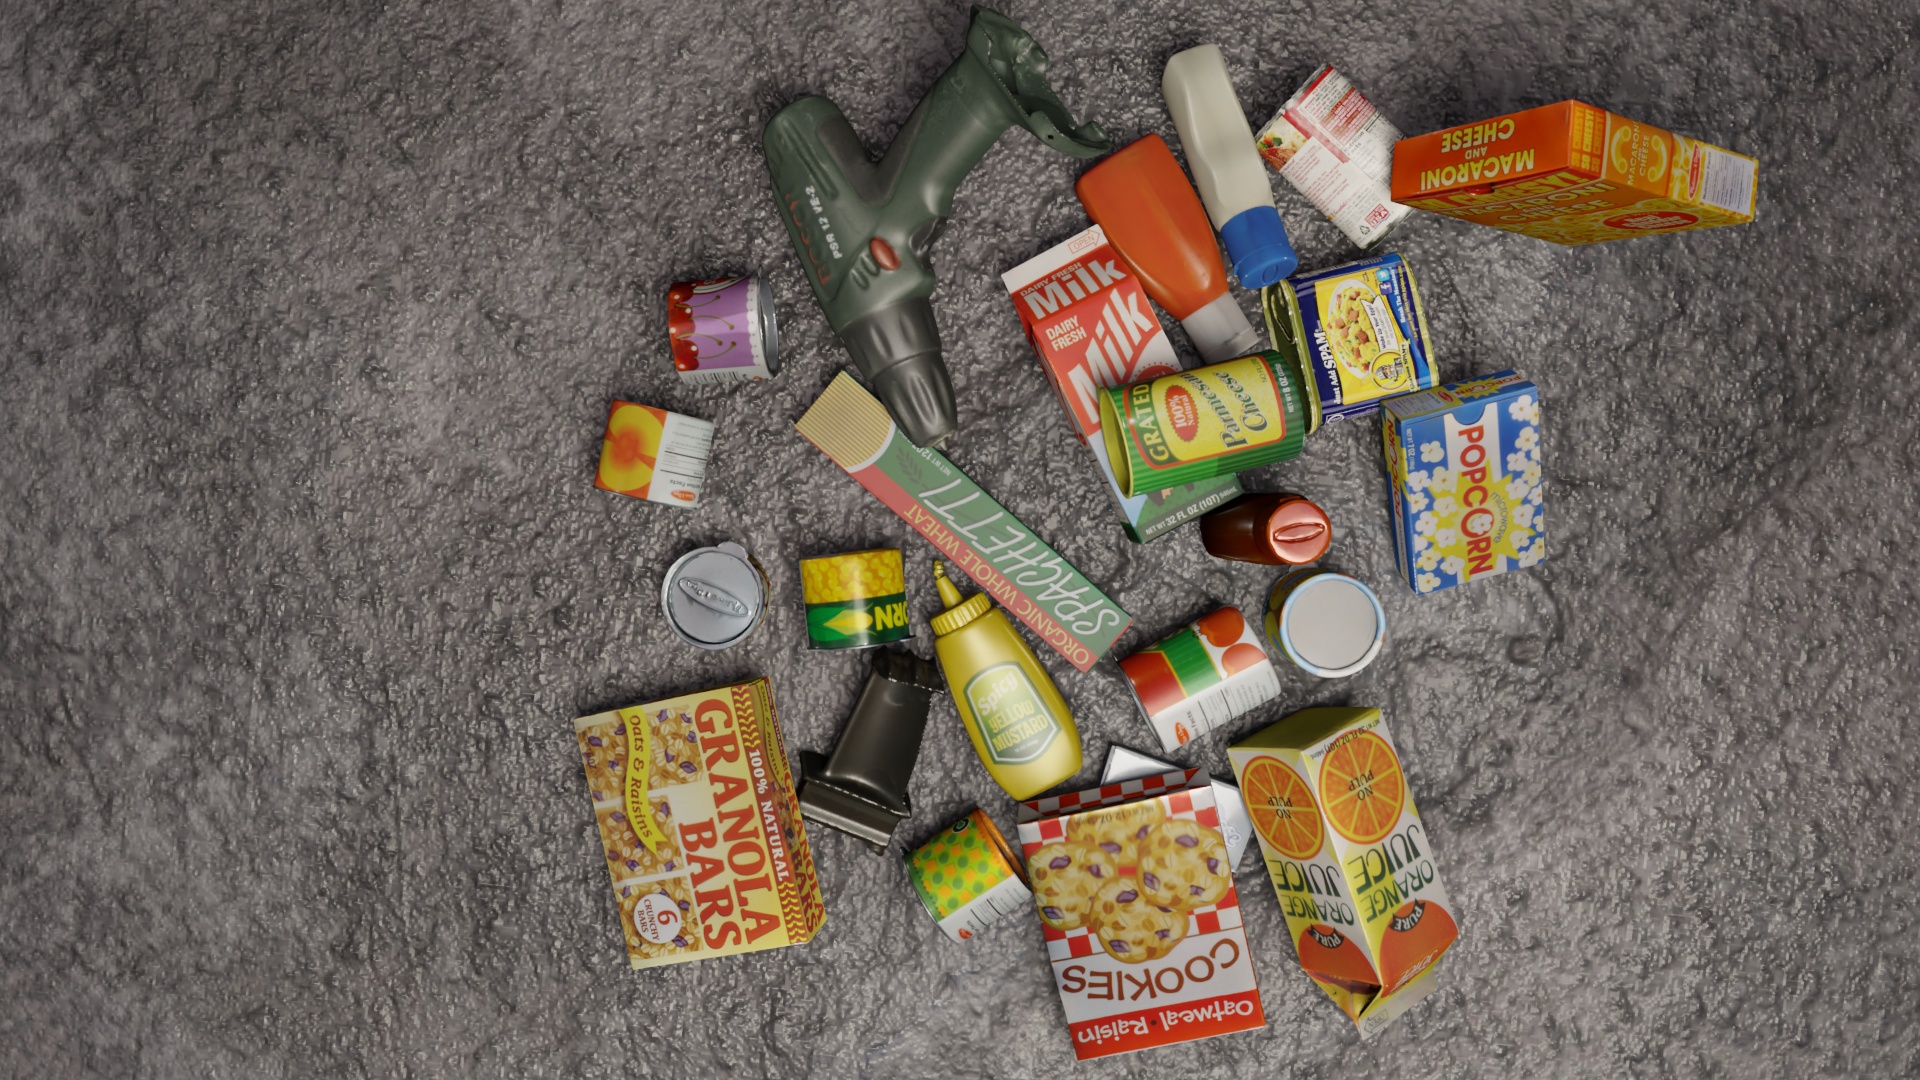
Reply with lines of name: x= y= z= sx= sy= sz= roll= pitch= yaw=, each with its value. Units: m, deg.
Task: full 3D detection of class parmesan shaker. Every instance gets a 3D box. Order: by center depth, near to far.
parmesan shaker: x=0.137 y=-0.070 z=0.801 sx=0.103 sy=0.071 sz=0.071 roll=-14 pitch=92 yaw=-3

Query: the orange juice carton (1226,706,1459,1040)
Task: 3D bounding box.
orange juice carton: x=0.244 y=0.206 z=0.866 sx=0.072 sy=0.073 sz=0.192 roll=-20 pitch=92 yaw=-29

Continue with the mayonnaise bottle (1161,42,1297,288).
mayonnaise bottle: x=0.165 y=-0.228 z=0.855 sx=0.041 sy=0.064 sz=0.148 roll=-18 pitch=75 yaw=4

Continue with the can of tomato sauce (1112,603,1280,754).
can of tomato sauce: x=0.149 y=0.085 z=0.879 sx=0.083 sy=0.071 sz=0.071 roll=-28 pitch=91 yaw=1

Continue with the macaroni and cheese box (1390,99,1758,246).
macaroni and cheese box: x=0.355 y=-0.208 z=0.807 sx=0.167 sy=0.123 sz=0.040 roll=3 pitch=92 yaw=-30

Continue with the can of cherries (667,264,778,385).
can of cherries: x=-0.149 y=-0.135 z=0.876 sx=0.058 sy=0.071 sz=0.071 roll=-5 pitch=92 yaw=2

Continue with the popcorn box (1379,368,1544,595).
popcorn box: x=0.313 y=-0.035 z=0.864 sx=0.085 sy=0.038 sz=0.126 roll=-14 pitch=118 yaw=2

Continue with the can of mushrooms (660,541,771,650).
can of mushrooms: x=-0.156 y=0.034 z=0.896 sx=0.071 sy=0.033 sz=0.071 roll=0 pitch=91 yaw=1

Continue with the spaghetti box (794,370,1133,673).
spaghetti box: x=0.003 y=-0.011 z=0.896 sx=0.250 sy=0.029 sz=0.050 roll=40 pitch=92 yaw=0

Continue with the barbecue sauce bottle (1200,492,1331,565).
barbecue sauce bottle: x=0.186 y=-0.007 z=0.834 sx=0.065 sy=0.148 sz=0.043 roll=-9 pitch=91 yaw=1

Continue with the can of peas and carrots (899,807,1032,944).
can of peas and carrots: x=0.004 y=0.211 z=0.884 sx=0.059 sy=0.071 sz=0.071 roll=-33 pitch=91 yaw=1

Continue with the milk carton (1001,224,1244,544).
milk carton: x=0.099 y=-0.098 z=0.871 sx=0.072 sy=0.073 sz=0.190 roll=-28 pitch=91 yaw=1

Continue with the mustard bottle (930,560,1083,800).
mustard bottle: x=0.019 y=0.085 z=0.888 sx=0.065 sy=0.049 sz=0.160 roll=-29 pitch=91 yaw=2

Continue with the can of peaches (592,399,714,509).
can of peaches: x=-0.195 y=-0.055 z=0.879 sx=0.071 sy=0.071 sz=0.058 roll=13 pitch=92 yaw=0

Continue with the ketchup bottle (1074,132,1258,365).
ketchup bottle: x=0.136 y=-0.180 z=0.883 sx=0.065 sy=0.043 sz=0.148 roll=-32 pitch=91 yaw=1

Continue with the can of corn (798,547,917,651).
can of corn: x=-0.065 y=0.036 z=0.878 sx=0.071 sy=0.071 sz=0.058 roll=-6 pitch=91 yaw=1

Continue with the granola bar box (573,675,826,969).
granola bar box: x=-0.165 y=0.179 z=0.886 sx=0.124 sy=0.039 sz=0.165 roll=-13 pitch=91 yaw=13

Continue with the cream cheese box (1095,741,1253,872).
cream cheese box: x=0.138 y=0.172 z=0.901 sx=0.104 sy=0.024 sz=0.053 roll=19 pitch=91 yaw=0

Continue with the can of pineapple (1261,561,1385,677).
can of pineapple: x=0.229 y=0.049 z=0.880 sx=0.071 sy=0.058 sz=0.071 roll=0 pitch=92 yaw=1

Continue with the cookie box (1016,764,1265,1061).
cookie box: x=0.114 y=0.237 z=0.879 sx=0.123 sy=0.040 sz=0.167 roll=-13 pitch=101 yaw=7
